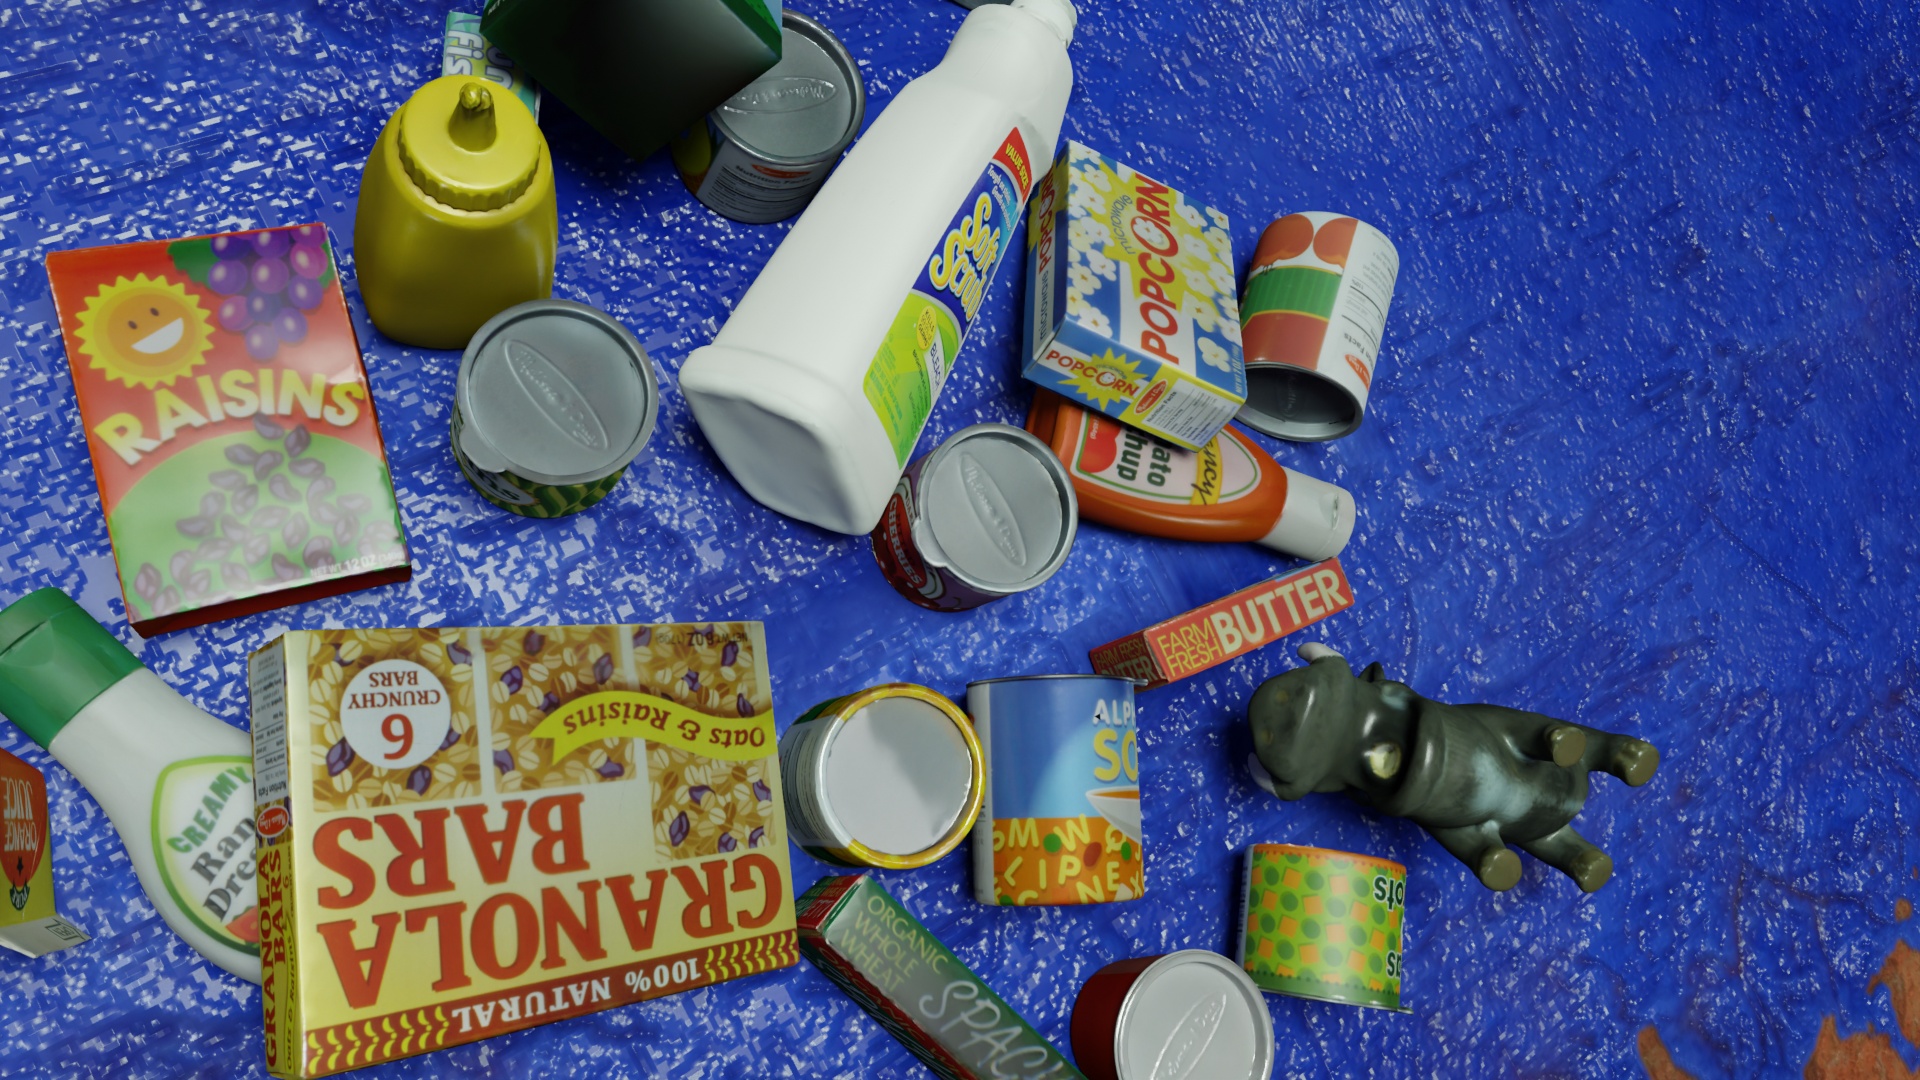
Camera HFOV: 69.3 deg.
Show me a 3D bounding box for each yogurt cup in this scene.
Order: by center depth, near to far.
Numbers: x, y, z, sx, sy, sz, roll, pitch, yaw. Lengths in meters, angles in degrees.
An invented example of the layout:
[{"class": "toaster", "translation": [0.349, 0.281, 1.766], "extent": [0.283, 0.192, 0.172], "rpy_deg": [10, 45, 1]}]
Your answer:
[{"class": "yogurt cup", "translation": [0.078, 0.192, 0.537], "extent": [0.072, 0.053, 0.072], "rpy_deg": [5, 76, -22]}]

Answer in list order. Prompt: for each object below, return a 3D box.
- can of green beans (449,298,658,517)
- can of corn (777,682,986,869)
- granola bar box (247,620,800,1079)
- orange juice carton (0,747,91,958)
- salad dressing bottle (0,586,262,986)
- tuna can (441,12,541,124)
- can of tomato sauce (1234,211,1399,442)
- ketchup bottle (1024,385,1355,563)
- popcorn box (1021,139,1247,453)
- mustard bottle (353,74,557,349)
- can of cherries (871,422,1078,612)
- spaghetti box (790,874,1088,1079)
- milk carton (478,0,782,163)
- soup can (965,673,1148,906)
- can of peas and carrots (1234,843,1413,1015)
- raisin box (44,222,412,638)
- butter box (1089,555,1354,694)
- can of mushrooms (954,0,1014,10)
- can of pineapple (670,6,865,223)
[{"class": "can of green beans", "translation": [-0.146, -0.045, 0.495], "extent": [0.071, 0.057, 0.071], "rpy_deg": [5, 76, -22]}, {"class": "can of corn", "translation": [-0.028, 0.087, 0.514], "extent": [0.071, 0.058, 0.071], "rpy_deg": [5, 77, -22]}, {"class": "granola bar box", "translation": [-0.135, 0.090, 0.450], "extent": [0.166, 0.039, 0.124], "rpy_deg": [2, 75, -43]}, {"class": "orange juice carton", "translation": [-0.336, 0.064, 0.383], "extent": [0.192, 0.071, 0.073], "rpy_deg": [35, 67, -12]}, {"class": "salad dressing bottle", "translation": [-0.241, 0.078, 0.434], "extent": [0.147, 0.044, 0.064], "rpy_deg": [45, 62, -8]}, {"class": "tuna can", "translation": [-0.171, -0.156, 0.503], "extent": [0.033, 0.071, 0.071], "rpy_deg": [4, 77, -21]}, {"class": "can of tomato sauce", "translation": [0.156, -0.097, 0.632], "extent": [0.071, 0.071, 0.083], "rpy_deg": [25, 69, -16]}, {"class": "ketchup bottle", "translation": [0.100, -0.027, 0.604], "extent": [0.149, 0.043, 0.065], "rpy_deg": [18, 69, -19]}, {"class": "popcorn box", "translation": [0.072, -0.105, 0.586], "extent": [0.085, 0.038, 0.127], "rpy_deg": [21, 46, -17]}, {"class": "mustard bottle", "translation": [-0.160, -0.108, 0.448], "extent": [0.065, 0.159, 0.049], "rpy_deg": [-8, 80, -25]}, {"class": "can of cherries", "translation": [0.002, -0.007, 0.549], "extent": [0.071, 0.058, 0.071], "rpy_deg": [5, 77, -22]}, {"class": "spaghetti box", "translation": [0.035, 0.215, 0.516], "extent": [0.250, 0.050, 0.029], "rpy_deg": [45, 64, -8]}, {"class": "milk carton", "translation": [-0.116, -0.239, 0.513], "extent": [0.073, 0.072, 0.191], "rpy_deg": [36, 36, -42]}, {"class": "soup can", "translation": [0.039, 0.096, 0.535], "extent": [0.071, 0.071, 0.084], "rpy_deg": [3, 78, -22]}, {"class": "can of peas and carrots", "translation": [0.149, 0.158, 0.567], "extent": [0.071, 0.070, 0.059], "rpy_deg": [14, 73, -20]}, {"class": "raisin box", "translation": [-0.241, -0.038, 0.464], "extent": [0.086, 0.040, 0.123], "rpy_deg": [-14, 85, -24]}, {"class": "butter box", "translation": [0.110, 0.037, 0.587], "extent": [0.104, 0.053, 0.024], "rpy_deg": [-19, 84, -25]}, {"class": "can of mushrooms", "translation": [0.023, -0.265, 0.611], "extent": [0.071, 0.071, 0.033], "rpy_deg": [11, 73, -20]}, {"class": "can of pineapple", "translation": [-0.078, -0.169, 0.553], "extent": [0.071, 0.057, 0.071], "rpy_deg": [5, 76, -22]}]
